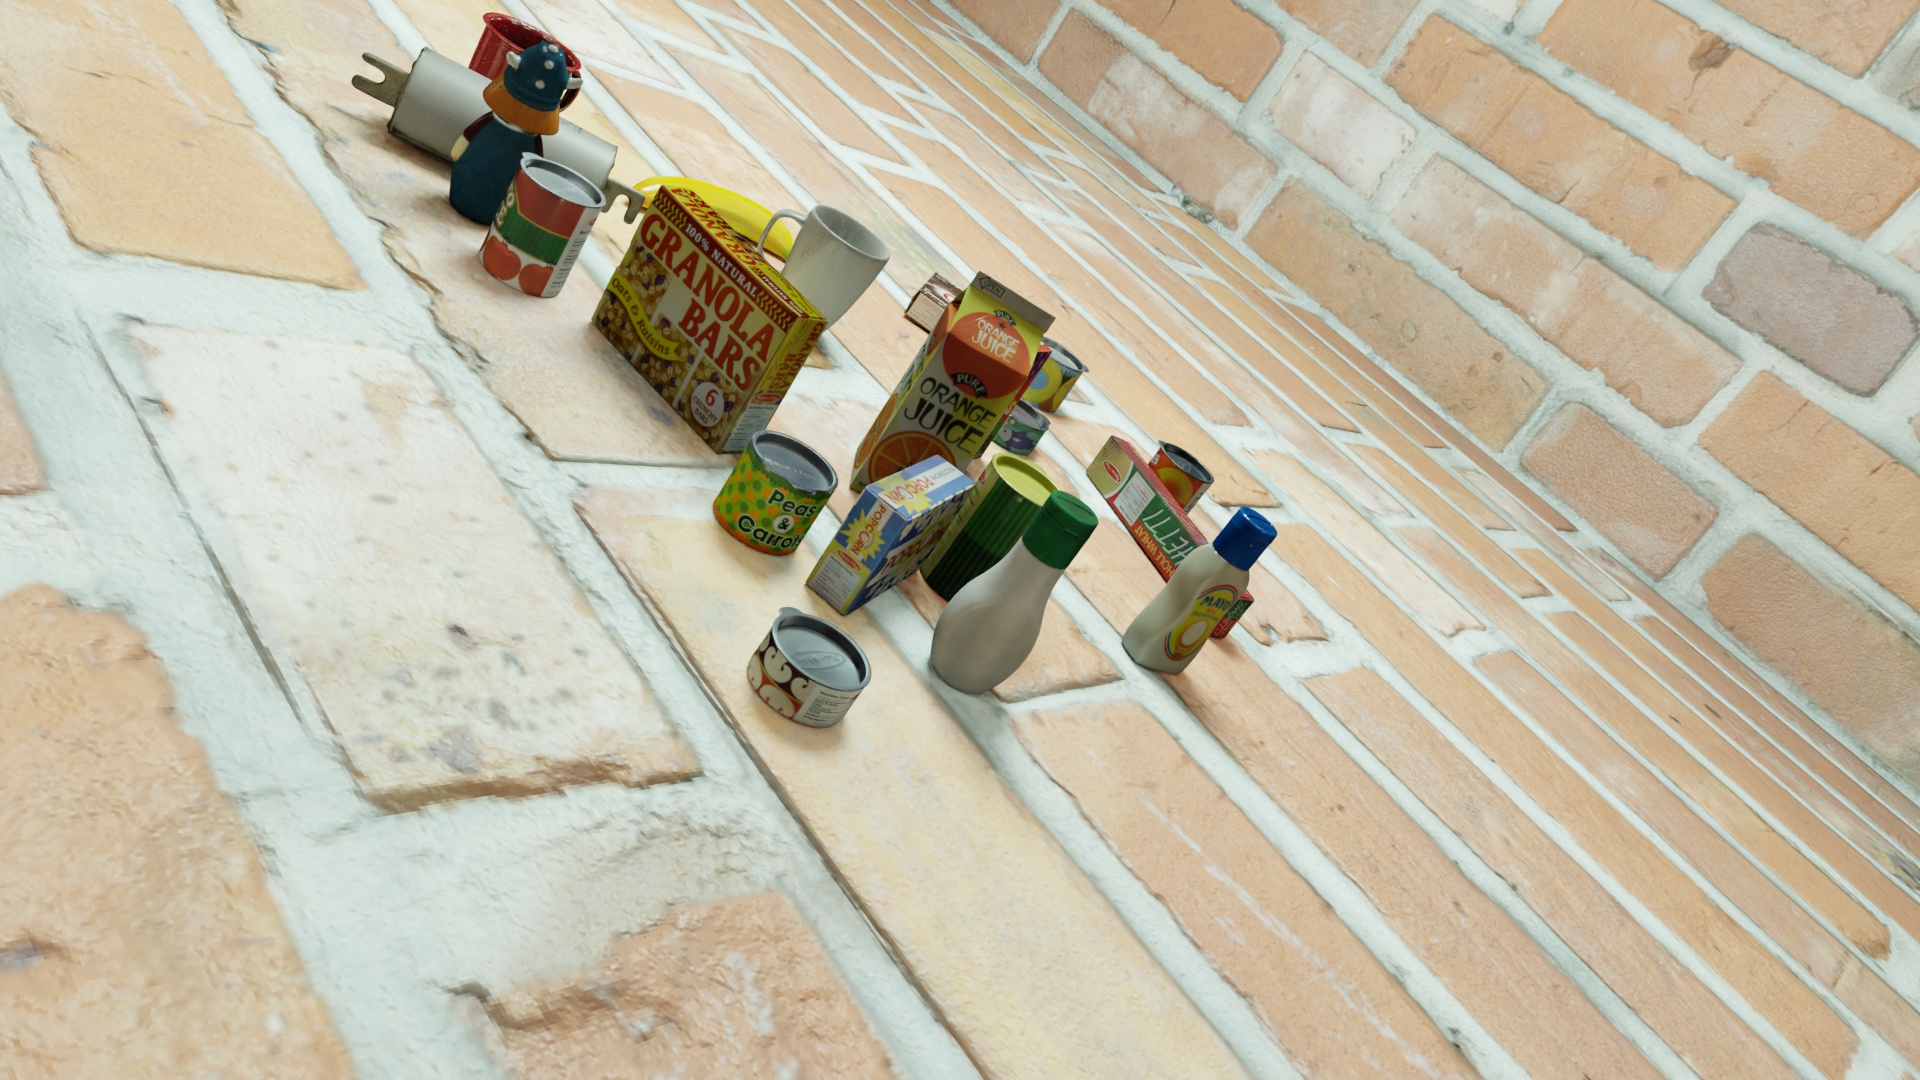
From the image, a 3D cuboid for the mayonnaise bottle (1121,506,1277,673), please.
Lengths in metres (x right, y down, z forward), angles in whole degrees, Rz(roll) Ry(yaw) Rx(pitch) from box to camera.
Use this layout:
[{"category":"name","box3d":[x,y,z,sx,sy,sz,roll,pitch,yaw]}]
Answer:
[{"category":"mayonnaise bottle","box3d":[0.193,0.040,1.104,0.065,0.147,0.041,16,30,-38]}]

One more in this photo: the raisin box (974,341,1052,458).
[{"category":"raisin box","box3d":[0.019,-0.129,1.228,0.040,0.123,0.086,43,24,18]}]

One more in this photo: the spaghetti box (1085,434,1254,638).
[{"category":"spaghetti box","box3d":[0.194,-0.007,1.317,0.029,0.050,0.251,16,30,-38]}]

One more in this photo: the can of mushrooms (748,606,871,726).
[{"category":"can of mushrooms","box3d":[-0.090,0.074,0.814,0.071,0.033,0.071,28,24,-14]}]

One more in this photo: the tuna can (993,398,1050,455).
[{"category":"tuna can","box3d":[0.052,-0.115,1.356,0.071,0.032,0.071,28,24,-14]}]

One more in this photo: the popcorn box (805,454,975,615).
[{"category":"popcorn box","box3d":[-0.046,-0.006,0.958,0.038,0.085,0.127,39,24,9]}]

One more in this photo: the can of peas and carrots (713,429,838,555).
[{"category":"can of peas and carrots","box3d":[-0.124,-0.031,0.936,0.071,0.058,0.071,29,24,-14]}]

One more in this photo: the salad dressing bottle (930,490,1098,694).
[{"category":"salad dressing bottle","box3d":[0.036,0.034,0.911,0.064,0.147,0.044,27,24,-18]}]

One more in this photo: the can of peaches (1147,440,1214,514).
[{"category":"can of peaches","box3d":[0.217,-0.060,1.437,0.071,0.058,0.071,29,24,-14]}]

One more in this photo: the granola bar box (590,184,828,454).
[{"category":"granola bar box","box3d":[-0.188,-0.162,1.020,0.166,0.123,0.039,45,25,22]}]

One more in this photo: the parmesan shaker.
[{"category":"parmesan shaker","box3d":[0.025,-0.005,1.027,0.071,0.102,0.071,29,24,-14]}]

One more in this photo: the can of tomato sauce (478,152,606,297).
[{"category":"can of tomato sauce","box3d":[-0.316,-0.236,1.043,0.071,0.082,0.071,29,24,-14]}]

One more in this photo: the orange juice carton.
[{"category":"orange juice carton","box3d":[-0.007,-0.113,1.077,0.072,0.192,0.073,29,24,-14]}]

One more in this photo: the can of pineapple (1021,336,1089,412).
[{"category":"can of pineapple","box3d":[0.094,-0.179,1.501,0.071,0.057,0.071,29,24,-14]}]
